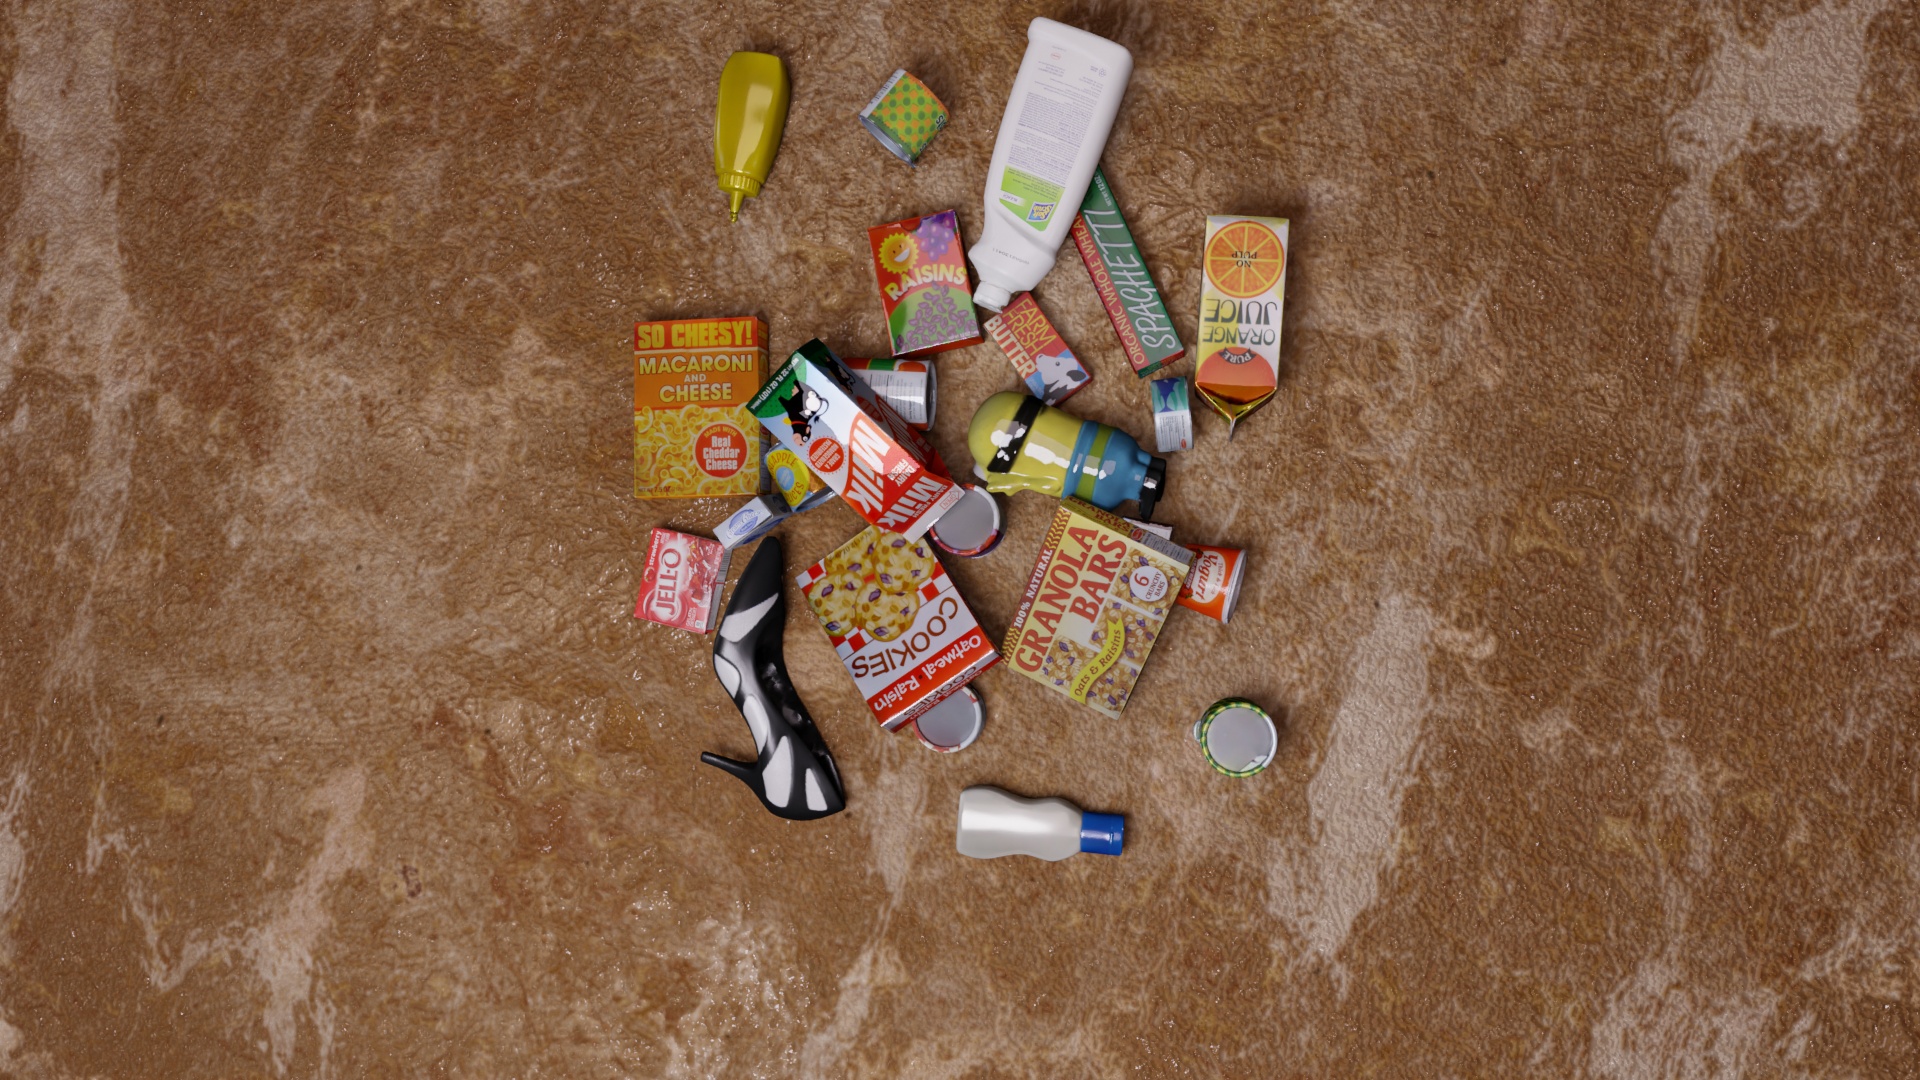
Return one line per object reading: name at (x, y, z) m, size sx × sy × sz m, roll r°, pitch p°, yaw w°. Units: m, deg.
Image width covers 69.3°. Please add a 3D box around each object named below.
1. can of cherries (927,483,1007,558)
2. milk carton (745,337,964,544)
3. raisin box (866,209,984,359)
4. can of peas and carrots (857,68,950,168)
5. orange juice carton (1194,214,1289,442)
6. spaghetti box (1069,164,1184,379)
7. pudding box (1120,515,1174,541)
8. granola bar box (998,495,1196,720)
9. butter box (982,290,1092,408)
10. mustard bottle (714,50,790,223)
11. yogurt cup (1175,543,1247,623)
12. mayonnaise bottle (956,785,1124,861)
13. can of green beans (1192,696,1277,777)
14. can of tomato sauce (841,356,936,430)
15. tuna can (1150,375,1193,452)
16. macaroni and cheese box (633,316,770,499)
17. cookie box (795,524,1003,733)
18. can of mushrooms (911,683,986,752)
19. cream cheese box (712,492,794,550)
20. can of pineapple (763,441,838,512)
can of cherries at (0.005, -0.016, 1.264) m, size 0.071 × 0.058 × 0.071 m, roll 0°, pitch 87°, yaw 8°
milk carton at (-0.088, -0.084, 1.219) m, size 0.190 × 0.074 × 0.072 m, roll 44°, pitch 108°, yaw -6°
raisin box at (-0.032, -0.236, 1.290) m, size 0.086 × 0.040 × 0.123 m, roll -12°, pitch 85°, yaw 8°
can of peas and carrots at (-0.050, -0.391, 1.288) m, size 0.071 × 0.071 × 0.058 m, roll 41°, pitch 93°, yaw 8°
orange juice carton at (0.247, -0.185, 1.232) m, size 0.073 × 0.072 × 0.192 m, roll 4°, pitch 88°, yaw 9°
spaghetti box at (0.133, -0.271, 1.274) m, size 0.050 × 0.028 × 0.250 m, roll -25°, pitch 84°, yaw 7°
pudding box at (0.161, 0.023, 1.255) m, size 0.050 × 0.030 × 0.083 m, roll 11°, pitch 89°, yaw 7°
granola bar box at (0.117, 0.059, 1.222) m, size 0.124 × 0.039 × 0.164 m, roll 25°, pitch 116°, yaw 9°
butter box at (0.071, -0.174, 1.280) m, size 0.053 × 0.024 × 0.103 m, roll -36°, pitch 83°, yaw 6°
mustard bottle at (-0.203, -0.379, 1.317) m, size 0.065 × 0.049 × 0.160 m, roll 10°, pitch 89°, yaw 9°
yogurt cup at (0.220, 0.035, 1.230) m, size 0.054 × 0.072 × 0.072 m, roll 15°, pitch 90°, yaw 17°
mayonnaise bottle at (0.072, 0.259, 1.251) m, size 0.148 × 0.041 × 0.064 m, roll 4°, pitch 90°, yaw 7°
can of green beans at (0.243, 0.173, 1.221) m, size 0.071 × 0.058 × 0.071 m, roll 0°, pitch 87°, yaw 8°
can of tomato sauce at (-0.067, -0.135, 1.278) m, size 0.083 × 0.071 × 0.071 m, roll 3°, pitch 88°, yaw 8°
tuna can at (0.189, -0.114, 1.241) m, size 0.033 × 0.071 × 0.071 m, roll -6°, pitch 87°, yaw 9°
macaroni and cheese box at (-0.245, -0.124, 1.314) m, size 0.124 × 0.040 × 0.166 m, roll -1°, pitch 88°, yaw 8°
cookie box at (-0.056, 0.070, 1.260) m, size 0.123 × 0.040 × 0.168 m, roll -35°, pitch 68°, yaw 5°
can of mushrooms at (-0.013, 0.159, 1.271) m, size 0.071 × 0.033 × 0.071 m, roll 0°, pitch 88°, yaw 8°
cream cheese box at (-0.186, -0.019, 1.269) m, size 0.053 × 0.104 × 0.024 m, roll -36°, pitch 90°, yaw 7°
can of pineapple at (-0.141, -0.065, 1.282) m, size 0.071 × 0.071 × 0.058 m, roll -31°, pitch 84°, yaw 6°
